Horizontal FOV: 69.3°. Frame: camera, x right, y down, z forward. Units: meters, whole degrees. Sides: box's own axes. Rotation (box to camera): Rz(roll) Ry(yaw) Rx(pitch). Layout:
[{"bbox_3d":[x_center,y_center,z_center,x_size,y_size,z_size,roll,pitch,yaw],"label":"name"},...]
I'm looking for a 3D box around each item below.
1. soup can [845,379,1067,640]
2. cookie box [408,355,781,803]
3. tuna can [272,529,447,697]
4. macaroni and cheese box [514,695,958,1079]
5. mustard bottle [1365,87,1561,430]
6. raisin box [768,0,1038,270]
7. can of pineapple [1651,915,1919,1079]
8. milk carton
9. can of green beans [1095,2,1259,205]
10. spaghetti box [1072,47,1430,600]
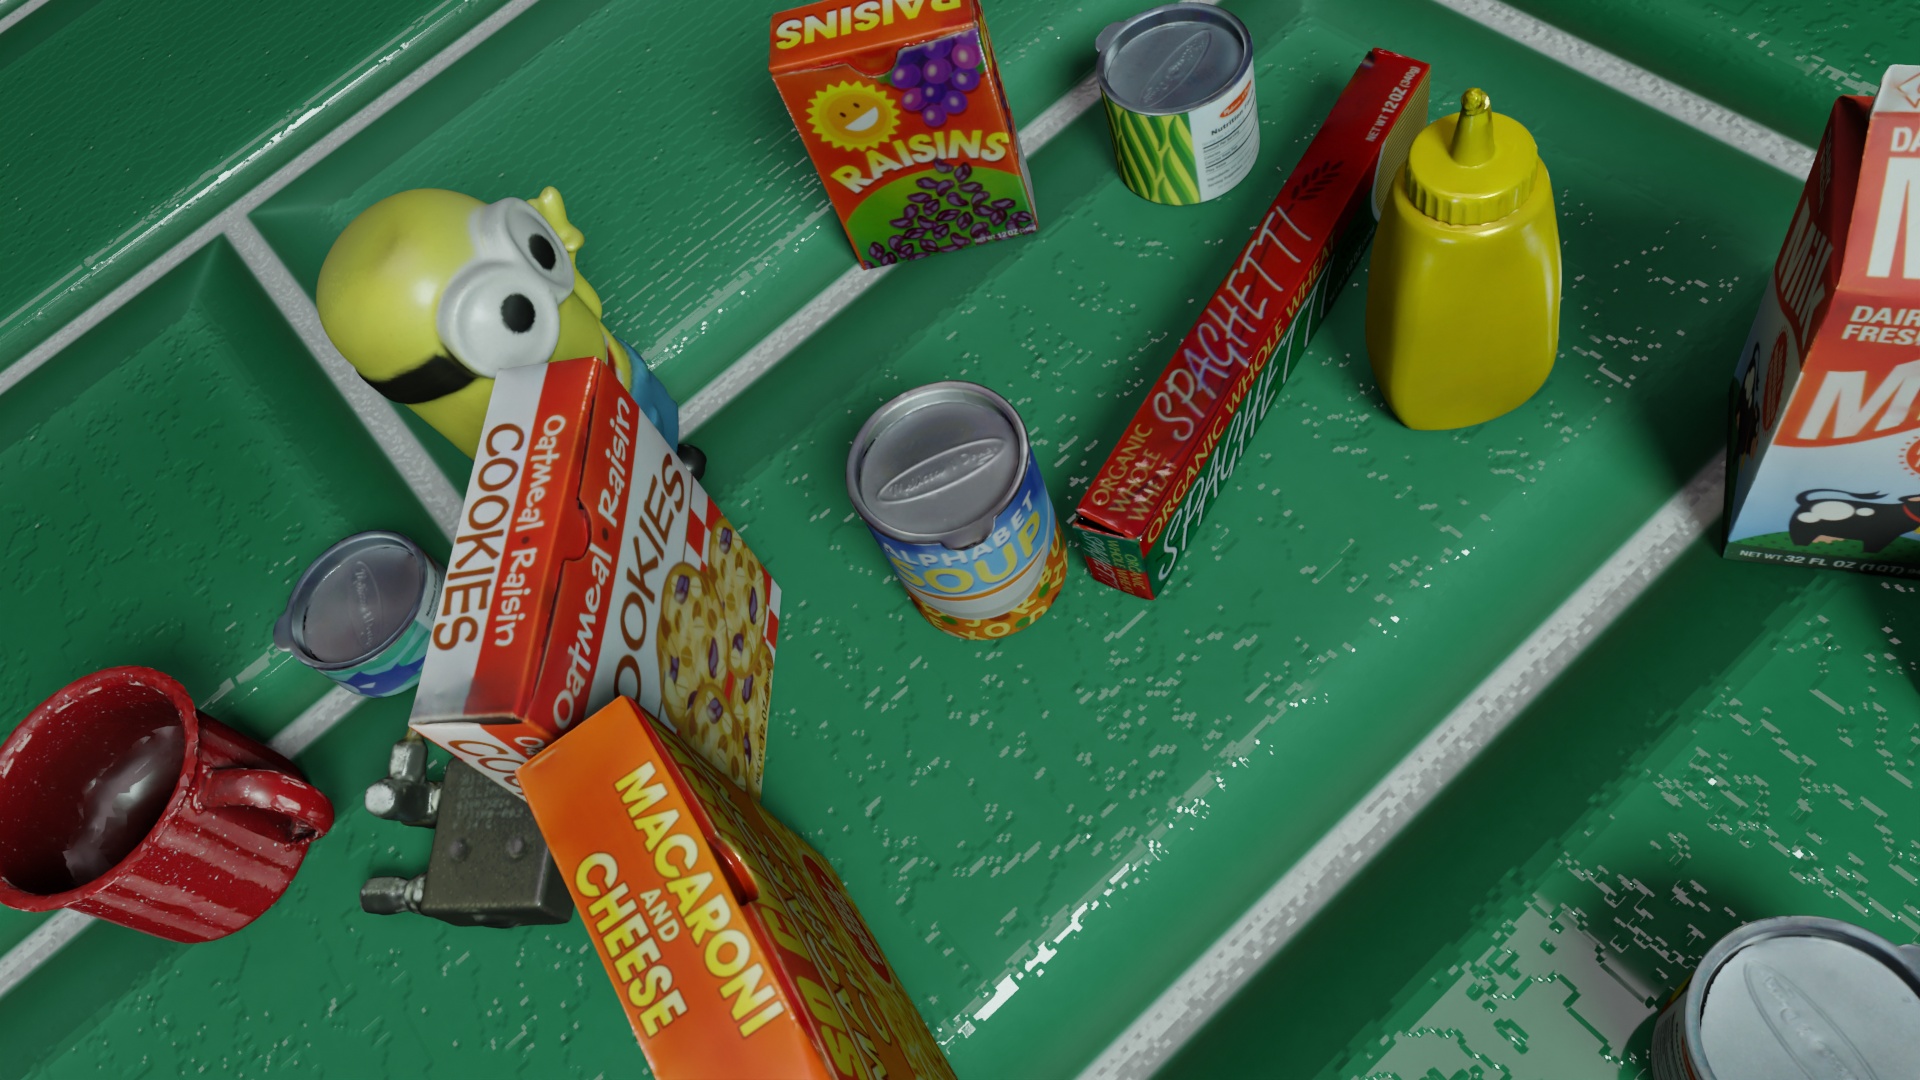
[{"bbox_3d":[0.002,-0.006,0.515,0.071,0.083,0.071,-7,60,12],"label":"soup can"},{"bbox_3d":[-0.111,0.035,0.473,0.040,0.166,0.123,-5,60,13],"label":"cookie box"},{"bbox_3d":[-0.252,0.033,0.593,0.071,0.032,0.071,-7,59,12],"label":"tuna can"},{"bbox_3d":[-0.051,0.128,0.403,0.040,0.165,0.124,-35,58,-5],"label":"macaroni and cheese box"},{"bbox_3d":[0.173,-0.098,0.475,0.065,0.159,0.049,-13,59,8],"label":"mustard bottle"},{"bbox_3d":[-0.021,-0.176,0.596,0.086,0.123,0.040,-10,59,10],"label":"raisin box"},{"bbox_3d":[0.231,0.142,0.380,0.071,0.057,0.071,-7,59,12],"label":"can of pineapple"},{"bbox_3d":[0.282,-0.065,0.408,0.072,0.189,0.074,8,64,20],"label":"milk carton"},{"bbox_3d":[0.097,-0.191,0.610,0.071,0.057,0.071,-7,59,12],"label":"can of green beans"},{"bbox_3d":[0.120,-0.089,0.550,0.029,0.050,0.251,24,70,26],"label":"spaghetti box"}]
